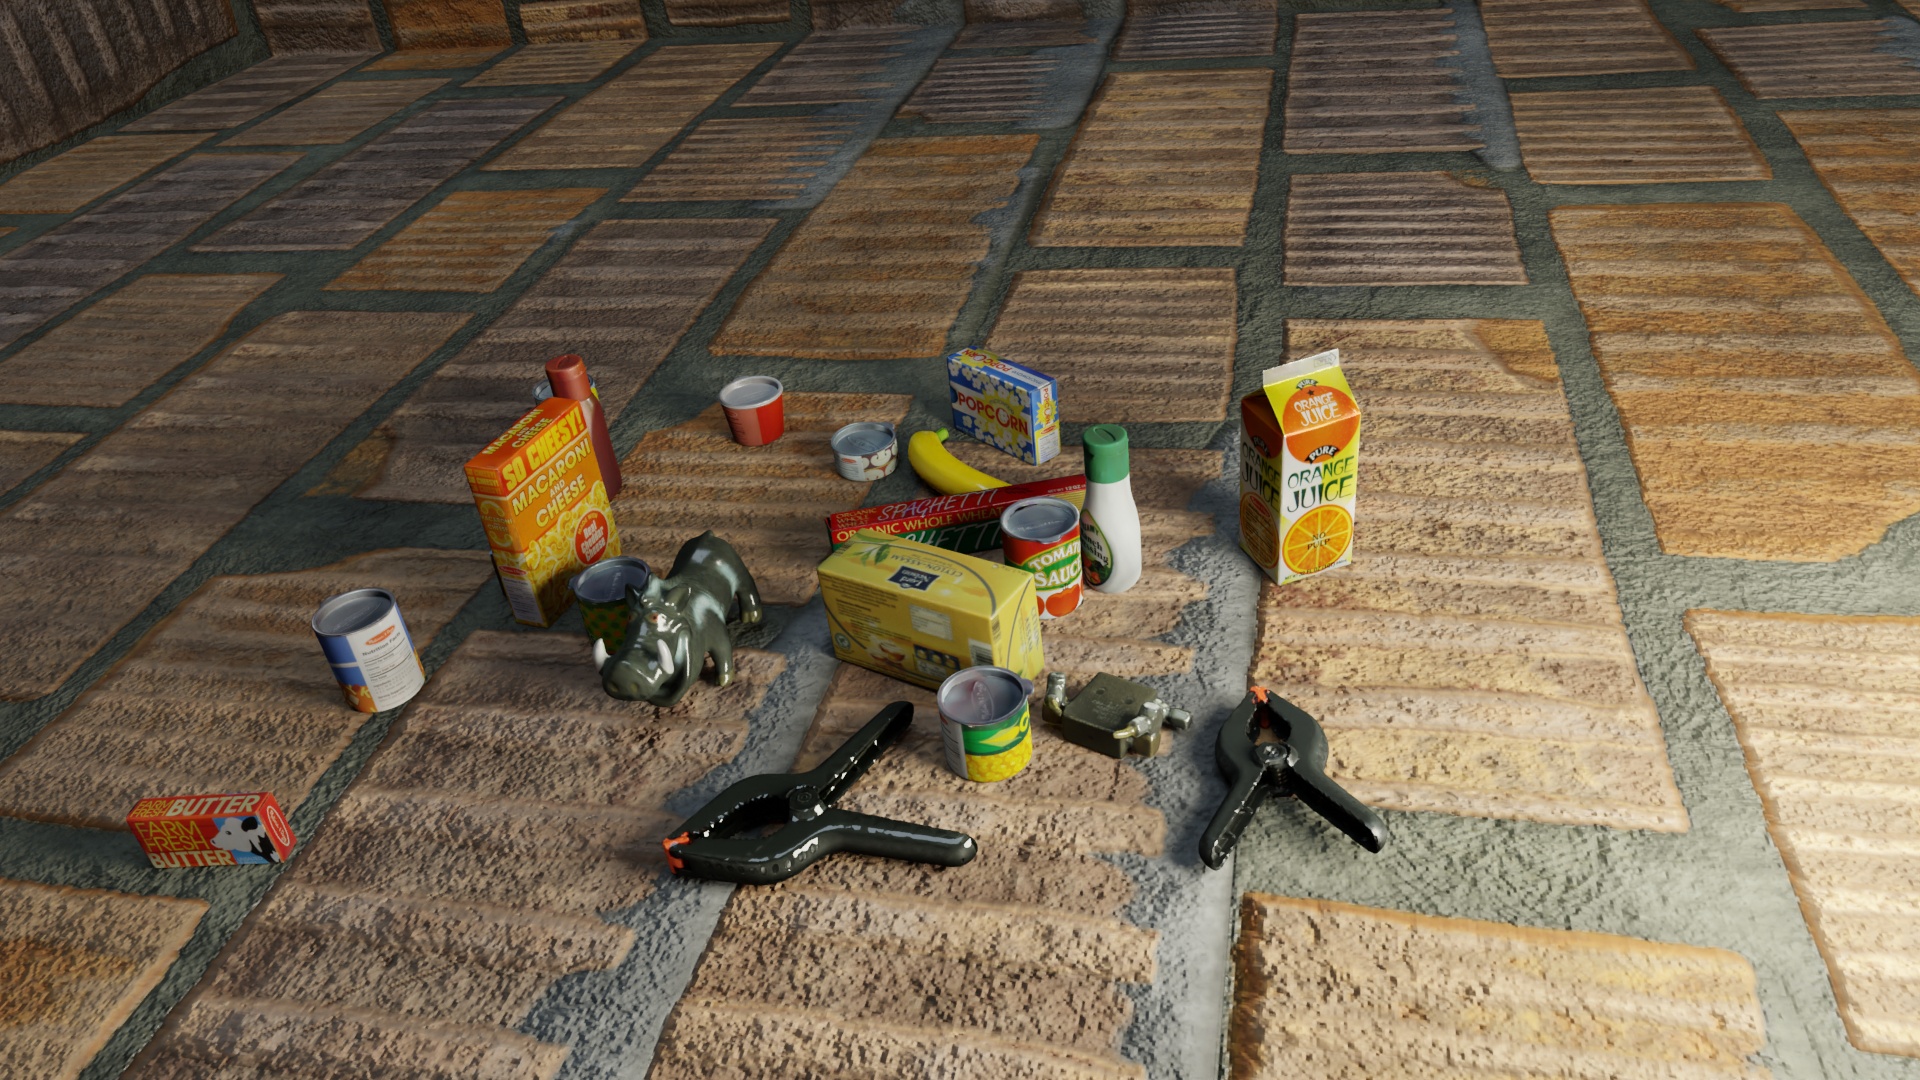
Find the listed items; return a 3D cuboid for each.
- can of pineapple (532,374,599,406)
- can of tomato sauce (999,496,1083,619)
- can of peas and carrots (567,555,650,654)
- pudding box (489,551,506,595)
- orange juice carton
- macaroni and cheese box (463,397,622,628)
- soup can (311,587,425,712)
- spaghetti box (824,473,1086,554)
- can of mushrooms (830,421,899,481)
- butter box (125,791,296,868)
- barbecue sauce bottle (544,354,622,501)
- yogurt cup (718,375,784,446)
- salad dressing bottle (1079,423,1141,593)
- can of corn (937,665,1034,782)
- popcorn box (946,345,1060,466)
[{"bbox_3d":[-0.427,-0.145,1.521,0.071,0.057,0.071,-5,34,3],"label":"can of pineapple"},{"bbox_3d":[0.070,0.016,1.171,0.071,0.082,0.071,-5,34,3],"label":"can of tomato sauce"},{"bbox_3d":[-0.296,0.056,1.197,0.071,0.058,0.071,-5,34,3],"label":"can of peas and carrots"},{"bbox_3d":[-0.402,0.009,1.294,0.030,0.049,0.084,1,34,11],"label":"pudding box"},{"bbox_3d":[0.281,-0.065,1.157,0.072,0.191,0.073,-16,35,-13],"label":"orange juice carton"},{"bbox_3d":[-0.368,-0.026,1.235,0.040,0.165,0.124,7,36,20],"label":"macaroni and cheese box"},{"bbox_3d":[-0.494,0.090,1.158,0.071,0.083,0.072,-5,34,3],"label":"soup can"},{"bbox_3d":[0.004,-0.016,1.260,0.250,0.050,0.029,-9,34,-4],"label":"spaghetti box"},{"bbox_3d":[-0.094,-0.091,1.404,0.071,0.033,0.071,-5,34,3],"label":"can of mushrooms"},{"bbox_3d":[-0.547,0.212,1.014,0.103,0.052,0.024,-3,34,5],"label":"butter box"},{"bbox_3d":[-0.375,-0.111,1.380,0.044,0.147,0.065,-3,34,5],"label":"barbecue sauce bottle"},{"bbox_3d":[-0.218,-0.136,1.474,0.072,0.053,0.073,-5,34,3],"label":"yogurt cup"},{"bbox_3d":[0.124,-0.026,1.167,0.044,0.147,0.064,-20,36,-19],"label":"salad dressing bottle"},{"bbox_3d":[0.021,0.135,1.025,0.071,0.058,0.071,-5,34,3],"label":"can of corn"},{"bbox_3d":[0.044,-0.137,1.402,0.038,0.084,0.127,-30,40,-31],"label":"popcorn box"}]
